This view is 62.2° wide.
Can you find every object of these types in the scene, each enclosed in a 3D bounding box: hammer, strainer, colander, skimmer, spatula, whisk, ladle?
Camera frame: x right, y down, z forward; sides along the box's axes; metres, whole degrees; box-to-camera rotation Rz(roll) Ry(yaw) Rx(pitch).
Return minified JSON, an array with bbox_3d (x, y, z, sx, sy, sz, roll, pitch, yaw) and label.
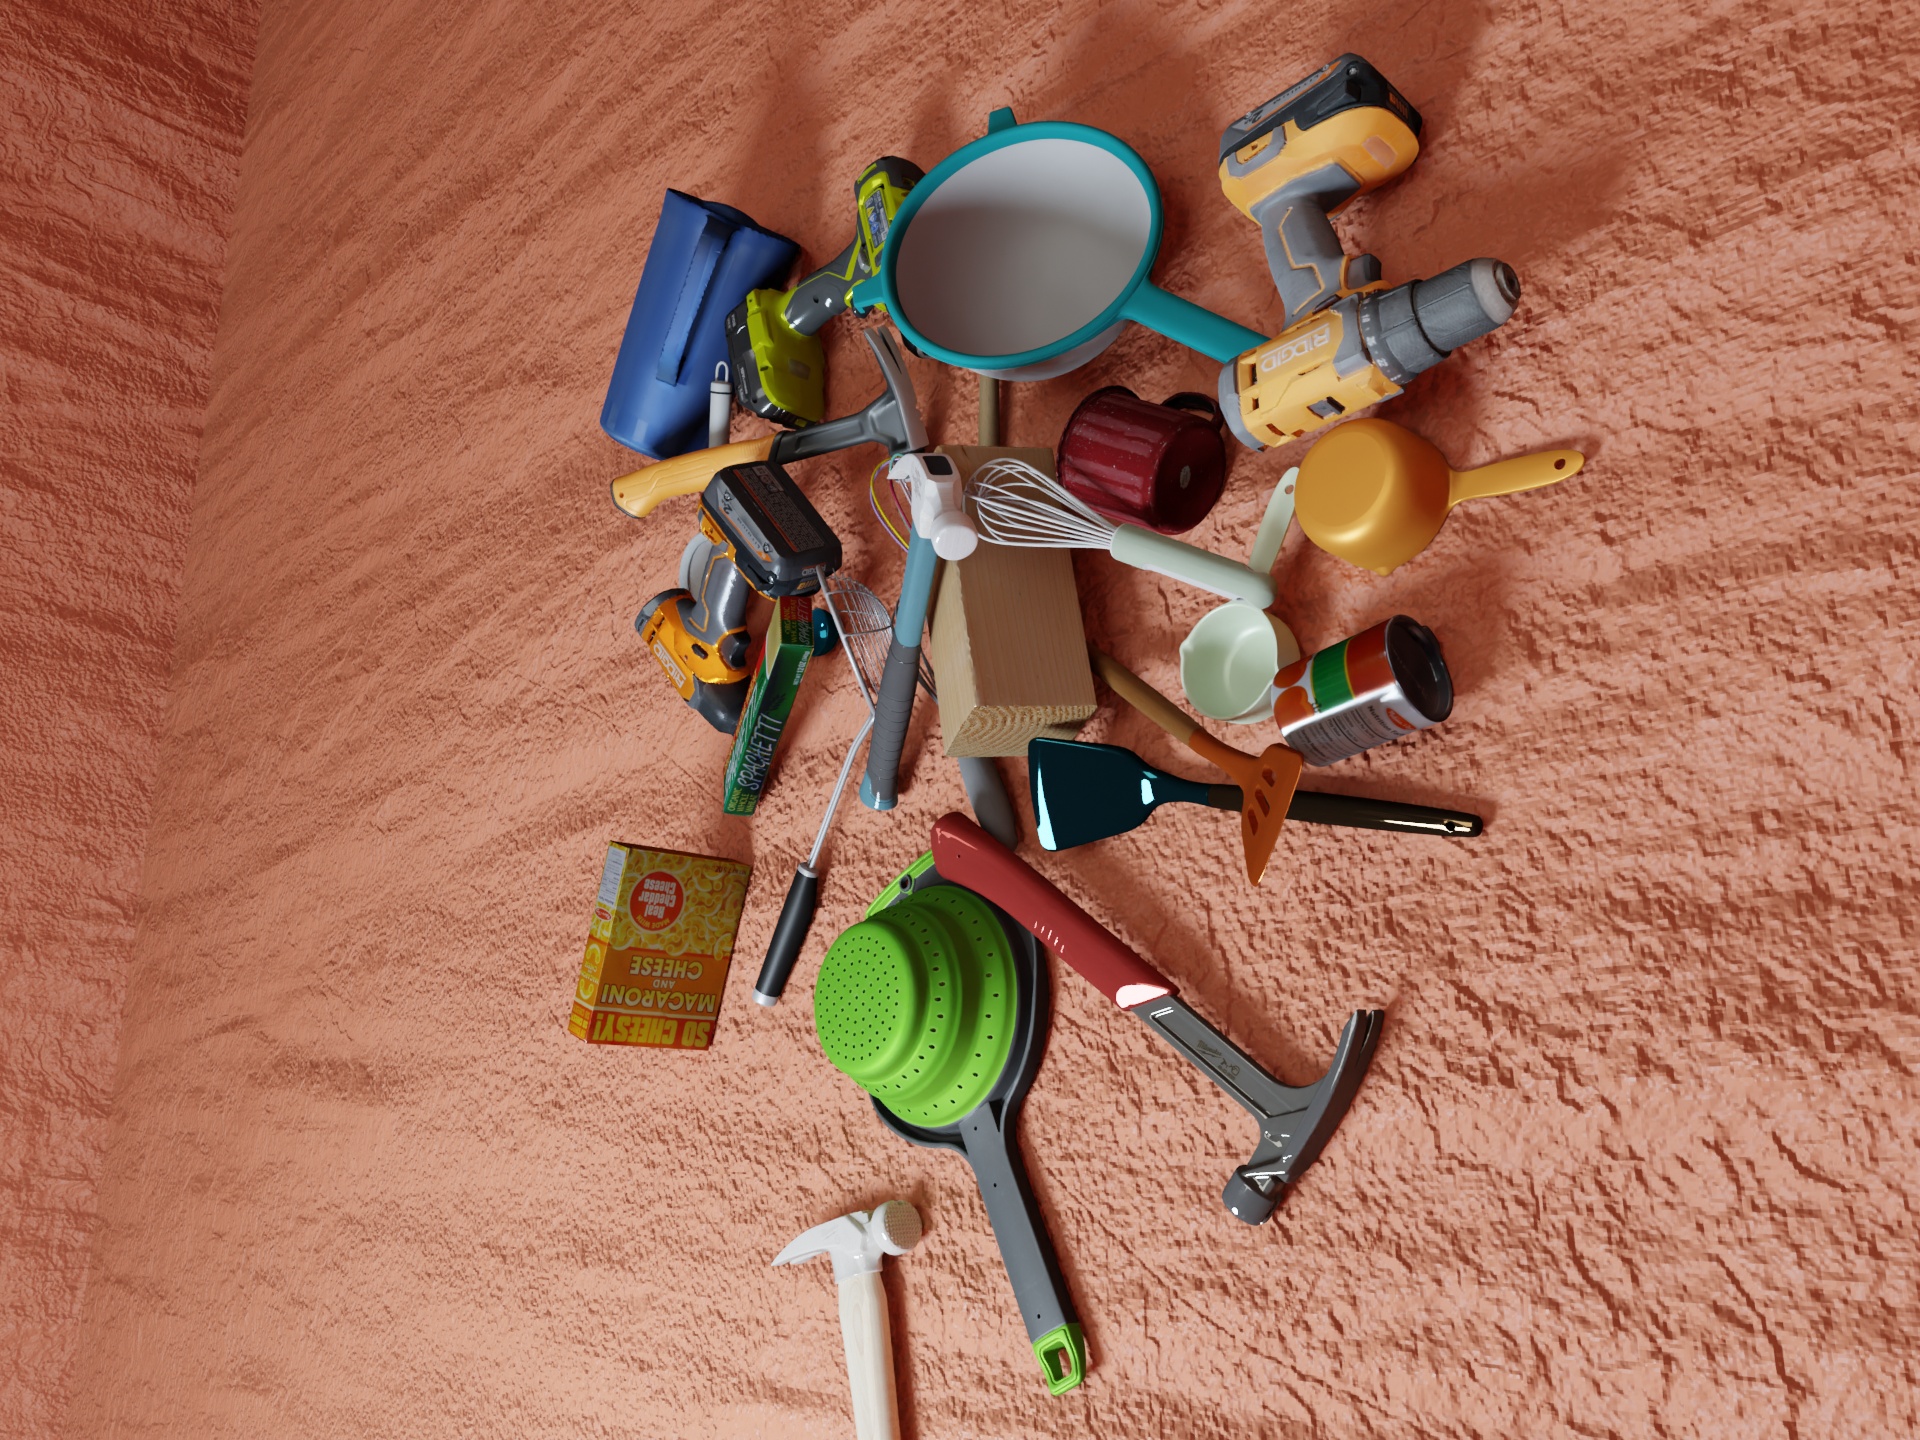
[{"bbox_3d":[-0.056,0.560,1.115,0.146,0.038,0.411,-33,57,39],"label":"hammer"},{"bbox_3d":[0.102,-0.297,1.147,0.341,0.095,0.211,33,82,26],"label":"strainer"},{"bbox_3d":[-0.014,0.267,1.105,0.204,0.094,0.398,-44,50,30],"label":"colander"},{"bbox_3d":[-0.132,0.058,1.295,0.127,0.090,0.363,-120,49,-75],"label":"skimmer"},{"bbox_3d":[-0.221,-0.198,1.461,0.087,0.050,0.258,18,111,39],"label":"strainer"},{"bbox_3d":[0.132,0.001,1.010,0.323,0.041,0.081,45,122,58],"label":"spatula"},{"bbox_3d":[-0.001,-0.005,1.204,0.055,0.055,0.239,-40,57,33],"label":"whisk"},{"bbox_3d":[0.011,-0.255,1.253,0.078,0.062,0.320,149,123,-70],"label":"ladle"},{"bbox_3d":[0.174,0.054,0.998,0.318,0.044,0.082,4,106,46],"label":"spatula"},{"bbox_3d":[0.098,-0.119,1.042,0.246,0.057,0.059,25,97,33],"label":"whisk"},{"bbox_3d":[-0.004,-0.109,1.218,0.051,0.047,0.245,-50,59,44],"label":"whisk"},{"bbox_3d":[0.103,0.153,1.035,0.359,0.036,0.149,38,108,41],"label":"hammer"},{"bbox_3d":[-0.179,-0.238,1.380,0.337,0.034,0.127,-9,103,33],"label":"hammer"},{"bbox_3d":[-0.040,-0.051,1.155,0.330,0.033,0.128,103,159,-44],"label":"hammer"}]

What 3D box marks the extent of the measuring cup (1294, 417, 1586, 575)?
[{"bbox_3d":[0.274,-0.143,0.935,0.174,0.052,0.095,-6,75,48],"label":"measuring cup"}]

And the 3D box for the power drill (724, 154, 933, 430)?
[{"bbox_3d":[-0.099,-0.352,1.384,0.228,0.080,0.191,-31,59,35],"label":"power drill"}]

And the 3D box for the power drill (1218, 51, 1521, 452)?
[{"bbox_3d":[0.243,-0.294,0.974,0.185,0.084,0.226,-20,59,42],"label":"power drill"}]

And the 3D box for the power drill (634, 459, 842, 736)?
[{"bbox_3d":[-0.189,-0.093,1.370,0.164,0.084,0.226,52,133,18],"label":"power drill"}]

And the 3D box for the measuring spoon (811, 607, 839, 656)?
[{"bbox_3d":[-0.141,-0.059,1.396,0.128,0.021,0.042,-32,59,48],"label":"measuring spoon"}]

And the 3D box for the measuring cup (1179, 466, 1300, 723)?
[{"bbox_3d":[0.196,-0.077,1.016,0.083,0.038,0.167,21,93,48],"label":"measuring cup"}]
